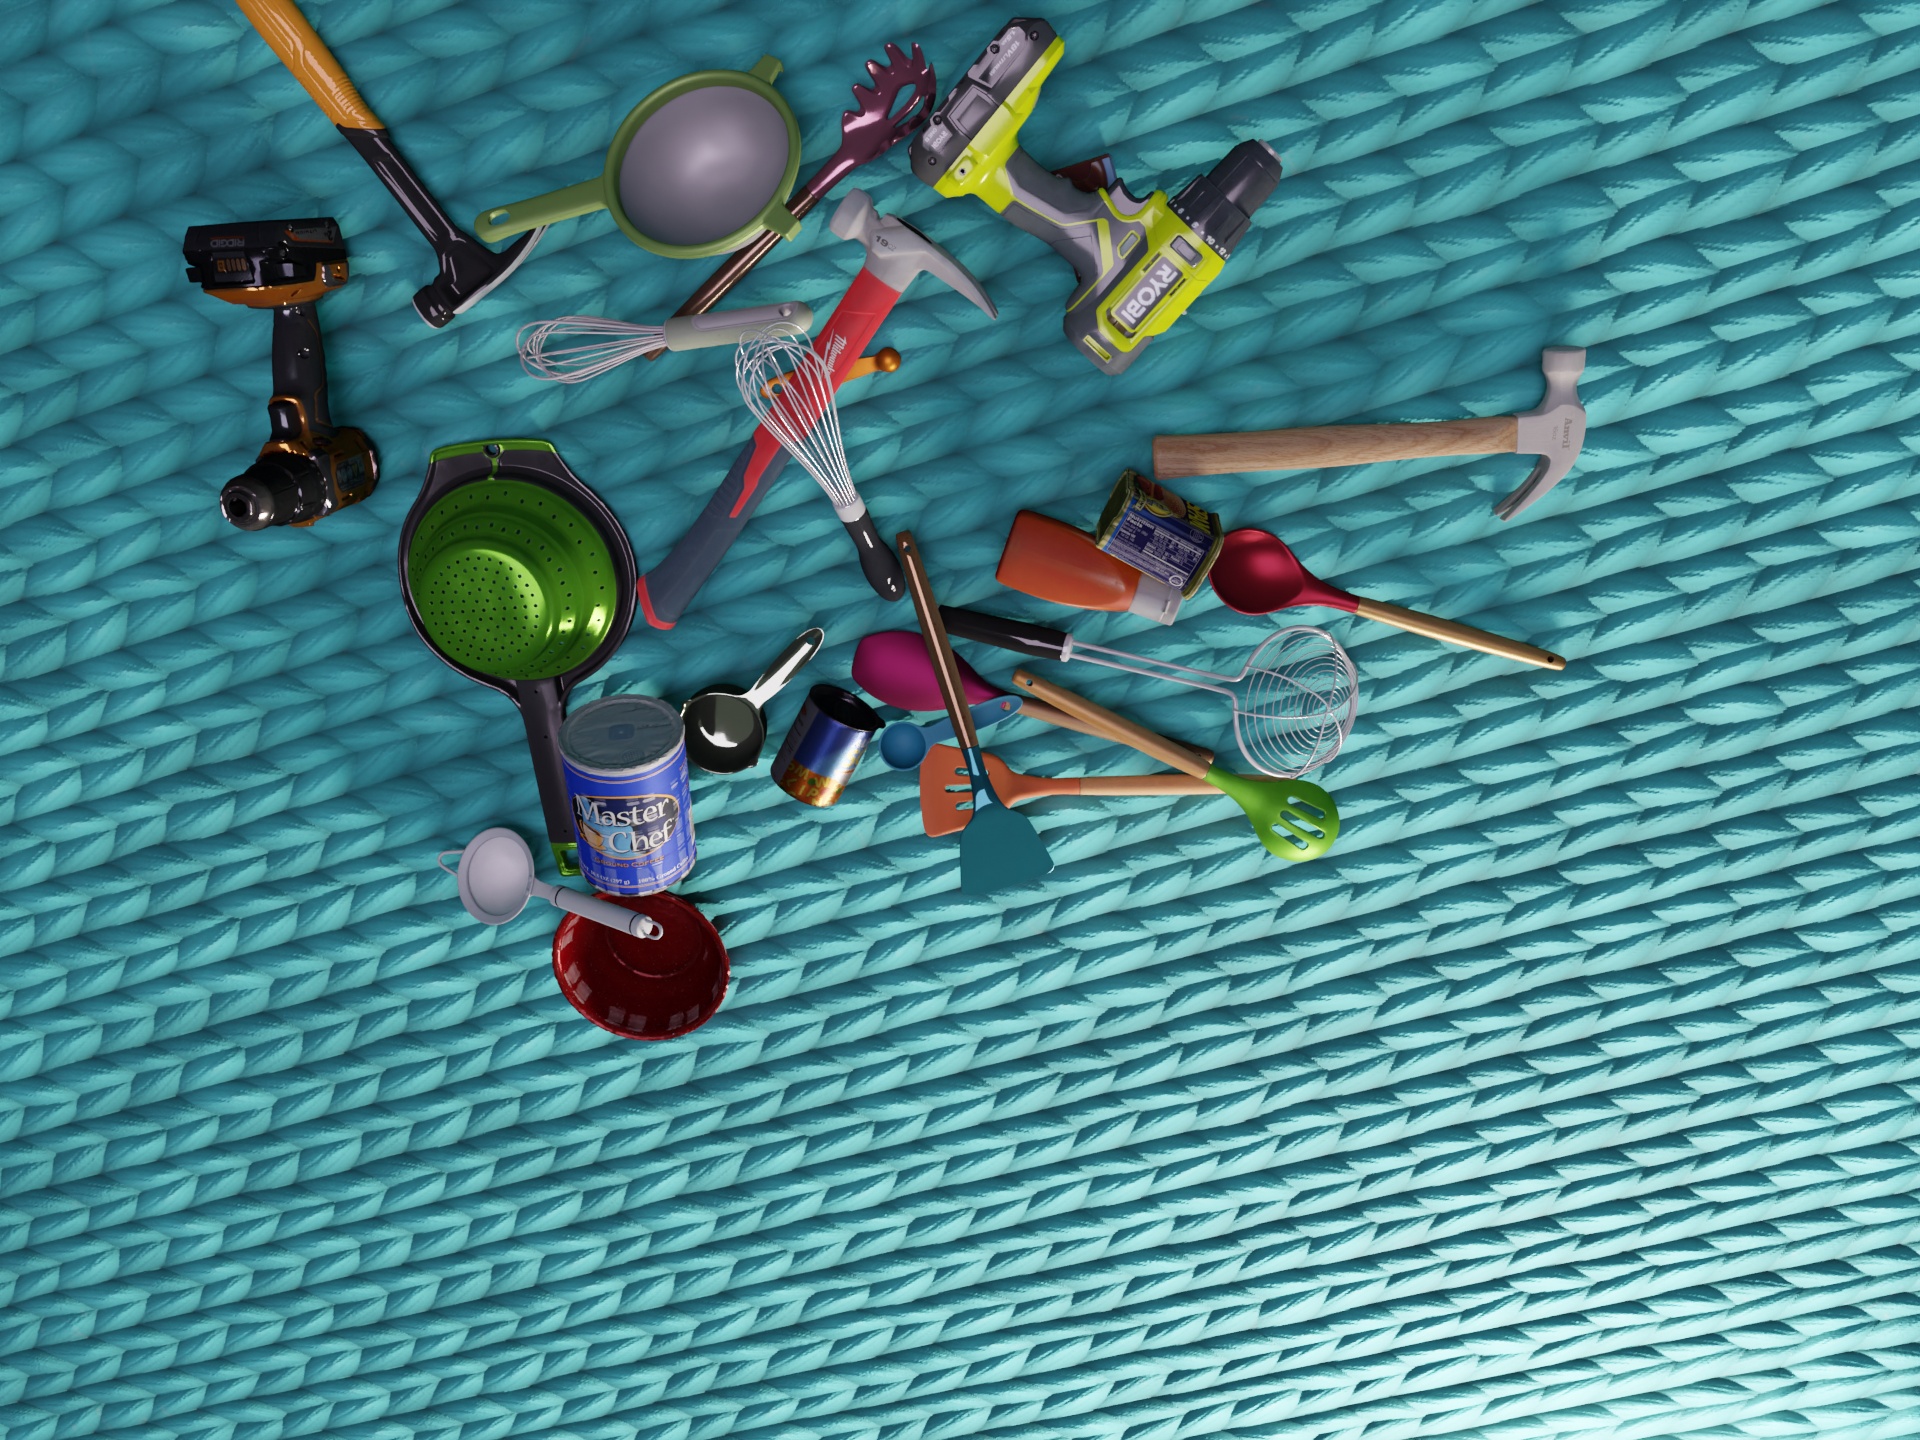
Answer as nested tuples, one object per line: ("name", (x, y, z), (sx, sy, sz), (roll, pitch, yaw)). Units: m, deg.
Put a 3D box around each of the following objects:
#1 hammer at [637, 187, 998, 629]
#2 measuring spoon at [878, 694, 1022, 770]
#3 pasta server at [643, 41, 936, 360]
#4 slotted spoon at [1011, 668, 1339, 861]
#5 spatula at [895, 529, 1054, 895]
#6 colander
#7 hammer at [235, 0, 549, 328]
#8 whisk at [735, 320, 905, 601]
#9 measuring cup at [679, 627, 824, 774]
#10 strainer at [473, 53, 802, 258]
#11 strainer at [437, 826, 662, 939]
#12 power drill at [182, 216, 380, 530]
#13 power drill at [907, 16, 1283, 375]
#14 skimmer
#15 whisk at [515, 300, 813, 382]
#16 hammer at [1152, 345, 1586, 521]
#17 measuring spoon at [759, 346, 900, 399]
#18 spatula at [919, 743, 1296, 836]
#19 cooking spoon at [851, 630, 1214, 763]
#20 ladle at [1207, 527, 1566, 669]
("hammer", (-0.131, -0.216, 1.261), (0.143, 0.038, 0.386), (34, 112, -9))
("measuring spoon", (-0.008, 0.006, 1.346), (0.128, 0.021, 0.042), (-21, 93, -2))
("pasta server", (-0.135, -0.382, 1.201), (0.316, 0.040, 0.060), (-39, 77, 19))
("slotted spoon", (0.183, 0.033, 1.341), (0.313, 0.031, 0.070), (27, 95, -5))
("spatula", (-0.002, -0.004, 1.319), (0.082, 0.044, 0.317), (-17, 99, 2))
("colander", (-0.366, -0.030, 1.330), (0.204, 0.095, 0.396), (-4, 112, 5))
("hammer", (-0.457, -0.466, 1.186), (0.127, 0.034, 0.336), (-33, 107, 16))
("whisk", (-0.097, -0.188, 1.221), (0.070, 0.070, 0.284), (-17, 138, 10))
("measuring cup", (-0.172, -0.025, 1.353), (0.083, 0.038, 0.167), (42, 107, -13))
("strainer", (-0.230, -0.384, 1.178), (0.256, 0.069, 0.152), (-11, 74, 12))
("strainer", (-0.354, 0.153, 1.390), (0.258, 0.050, 0.087), (13, 89, 32))
("power drill", (-0.515, -0.257, 1.198), (0.084, 0.185, 0.226), (-1, 110, 5))
("power drill", (0.096, -0.387, 1.132), (0.228, 0.080, 0.190), (39, 109, -13))
("skimmer", (0.151, -0.046, 1.326), (0.363, 0.090, 0.127), (14, 94, 9))
("whisk", (-0.229, -0.295, 1.216), (0.246, 0.058, 0.059), (-3, 148, 16))
("hammer", (0.317, -0.215, 1.247), (0.331, 0.031, 0.130), (-3, 112, 5))
("measuring spoon", (-0.104, -0.273, 1.258), (0.117, 0.011, 0.021), (-12, 111, 9))
("spatula", (0.127, 0.056, 1.366), (0.322, 0.041, 0.081), (-1, 88, 2))
("cooking spoon", (0.063, -0.011, 1.354), (0.319, 0.017, 0.068), (16, 108, -4))
("ladle", (0.348, -0.089, 1.300), (0.315, 0.031, 0.069), (16, 93, -6))
